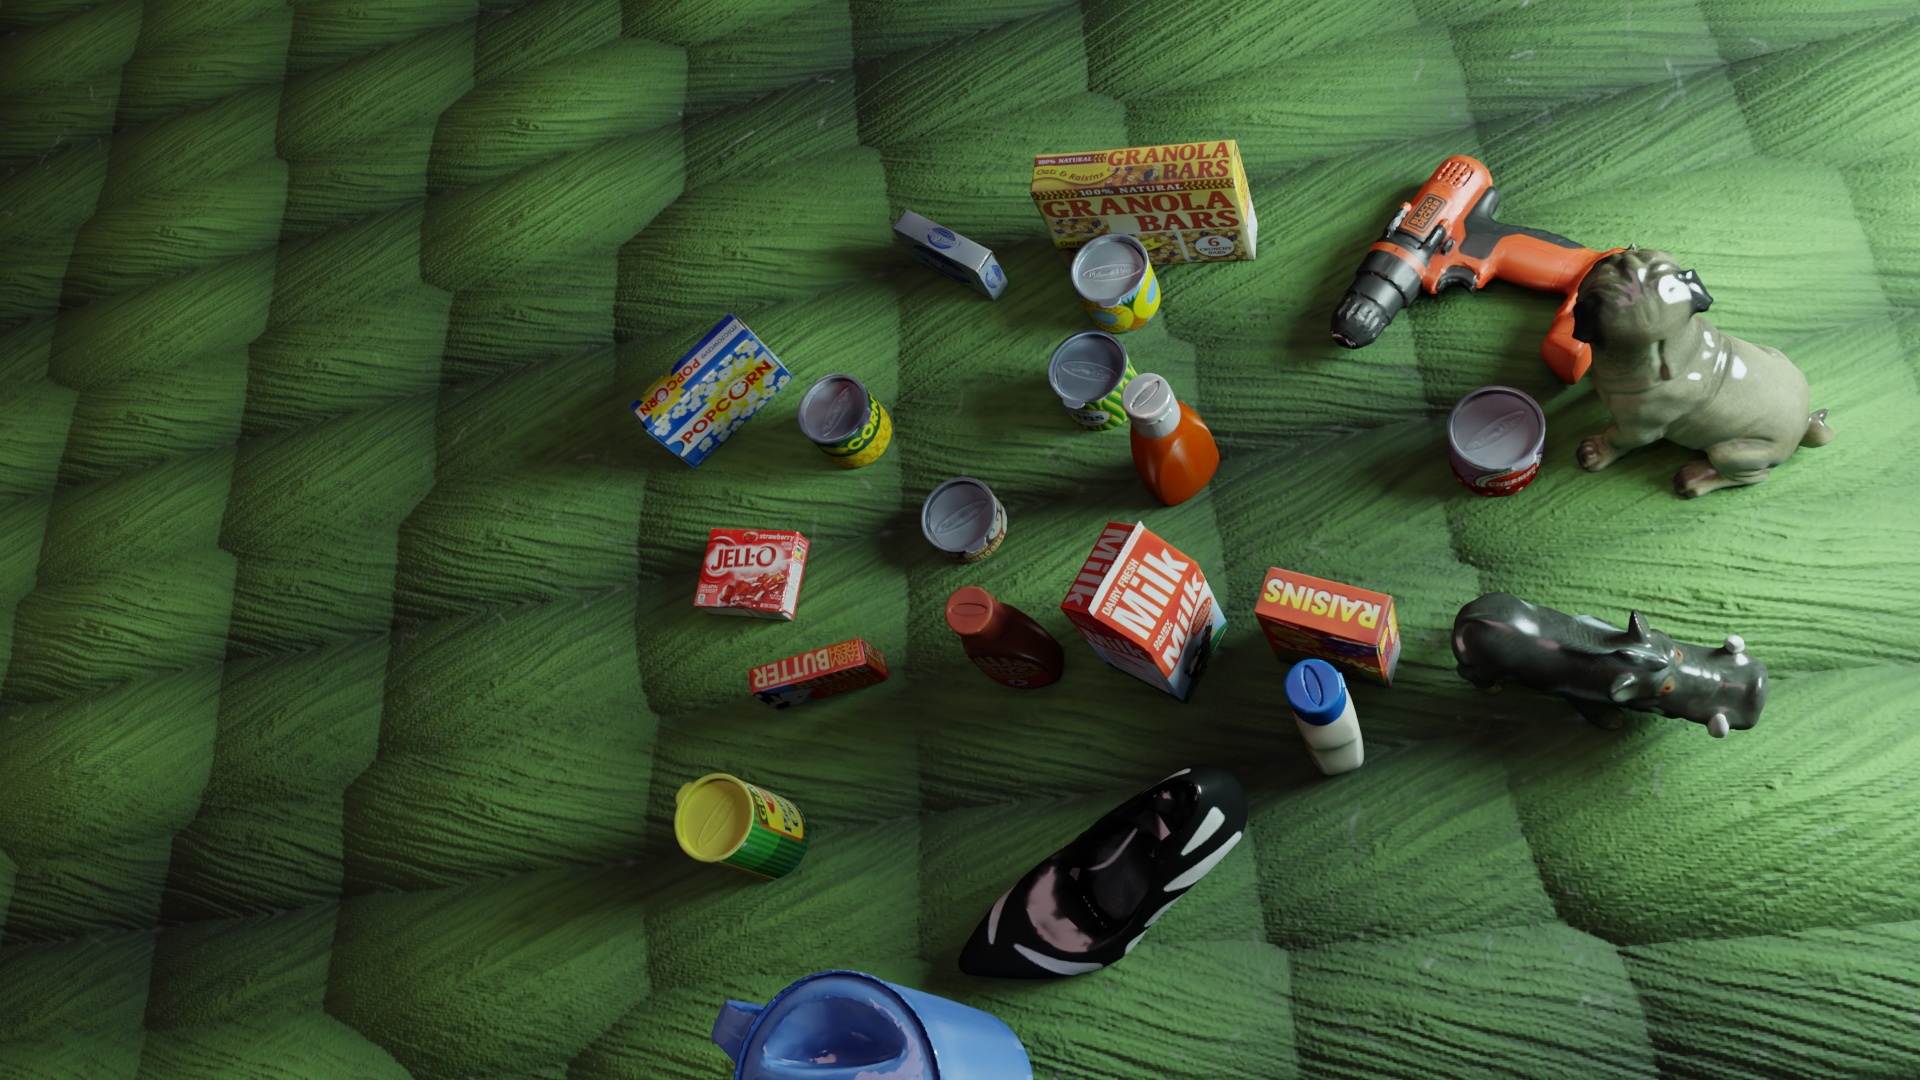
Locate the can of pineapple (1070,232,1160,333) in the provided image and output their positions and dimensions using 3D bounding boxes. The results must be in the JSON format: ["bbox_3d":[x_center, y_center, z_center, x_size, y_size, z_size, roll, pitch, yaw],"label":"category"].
[{"bbox_3d":[0.131,-0.215,1.172,0.071,0.057,0.071,-7,68,17],"label":"can of pineapple"}]

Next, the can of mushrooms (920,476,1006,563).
[{"bbox_3d":[0.004,-0.014,1.152,0.071,0.033,0.071,-7,67,17],"label":"can of mushrooms"}]

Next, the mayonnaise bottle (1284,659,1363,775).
[{"bbox_3d":[0.247,0.117,0.947,0.041,0.147,0.065,-19,65,12],"label":"mayonnaise bottle"}]

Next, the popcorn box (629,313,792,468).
[{"bbox_3d":[-0.223,-0.134,1.253,0.127,0.085,0.038,-43,62,0],"label":"popcorn box"}]

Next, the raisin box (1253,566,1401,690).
[{"bbox_3d":[0.260,0.063,0.977,0.086,0.123,0.040,15,76,25],"label":"raisin box"}]

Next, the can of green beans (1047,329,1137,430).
[{"bbox_3d":[0.111,-0.131,1.146,0.071,0.057,0.071,-7,68,17],"label":"can of green beans"}]

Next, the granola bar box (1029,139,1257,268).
[{"bbox_3d":[0.154,-0.276,1.150,0.165,0.124,0.039,1,71,21],"label":"granola bar box"}]

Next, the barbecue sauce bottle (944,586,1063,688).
[{"bbox_3d":[0.029,0.073,1.043,0.065,0.148,0.044,-1,70,20],"label":"barbecue sauce bottle"}]

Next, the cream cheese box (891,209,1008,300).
[{"bbox_3d":[-0.009,-0.255,1.241,0.104,0.053,0.024,32,83,27],"label":"cream cheese box"}]

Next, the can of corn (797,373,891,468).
[{"bbox_3d":[-0.098,-0.102,1.210,0.071,0.058,0.071,-7,68,17],"label":"can of corn"}]

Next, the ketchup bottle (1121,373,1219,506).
[{"bbox_3d":[0.157,-0.079,1.057,0.065,0.148,0.043,-45,62,-1],"label":"ketchup bottle"}]

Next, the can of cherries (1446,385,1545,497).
[{"bbox_3d":[0.393,-0.070,1.018,0.071,0.058,0.072,-7,68,17],"label":"can of cherries"}]

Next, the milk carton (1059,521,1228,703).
[{"bbox_3d":[0.130,0.048,0.992,0.073,0.190,0.072,26,80,27],"label":"milk carton"}]

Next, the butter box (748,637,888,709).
[{"bbox_3d":[-0.116,0.109,1.136,0.103,0.053,0.024,-17,65,13],"label":"butter box"}]

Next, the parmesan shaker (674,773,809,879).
[{"bbox_3d":[-0.170,0.222,1.082,0.071,0.103,0.071,-7,68,18],"label":"parmesan shaker"}]
